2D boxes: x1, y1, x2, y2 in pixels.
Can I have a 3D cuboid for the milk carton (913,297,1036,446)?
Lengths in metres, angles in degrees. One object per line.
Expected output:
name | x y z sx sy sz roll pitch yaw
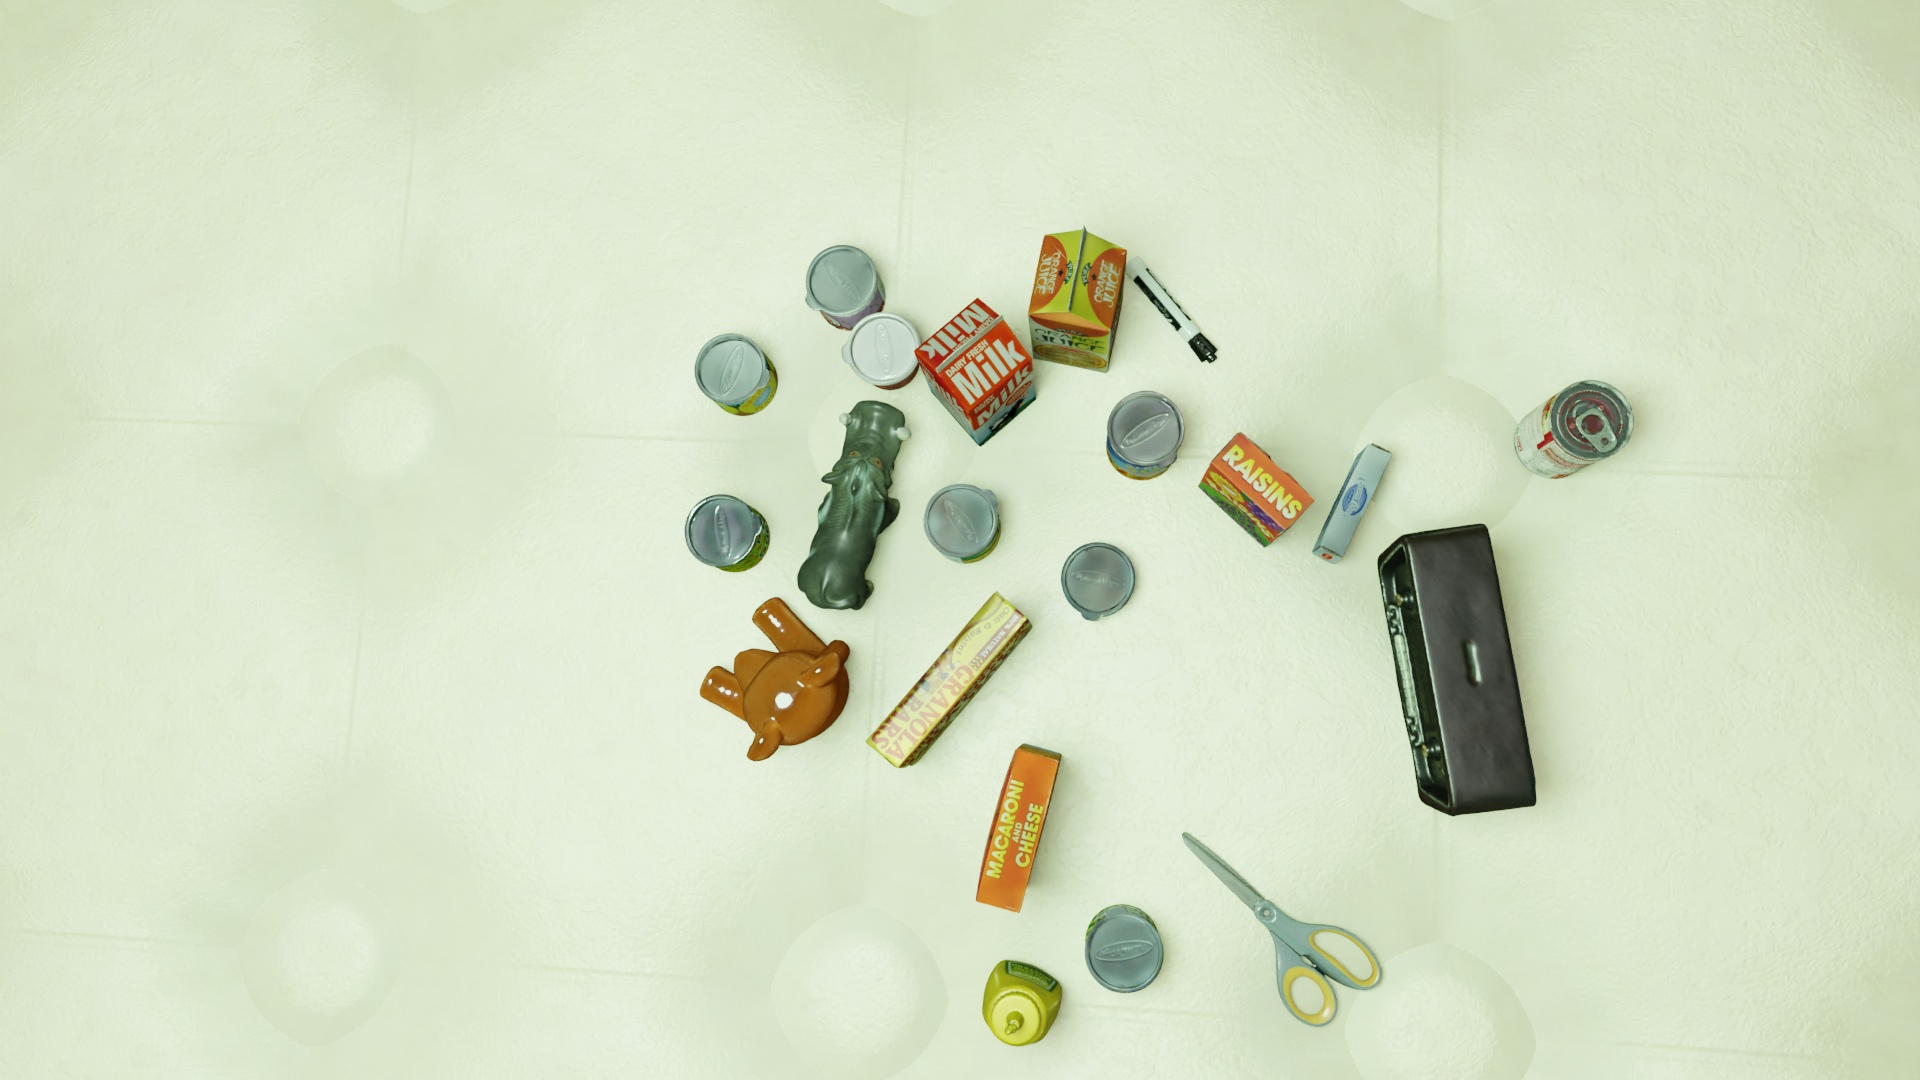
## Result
milk carton | 0.014 -0.147 1.199 0.072 0.190 0.073 -41 81 -1

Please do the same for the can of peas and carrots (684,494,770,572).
can of peas and carrots | -0.209 -0.006 1.265 0.071 0.058 0.071 -1 83 5

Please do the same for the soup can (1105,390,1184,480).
soup can | 0.164 -0.089 1.232 0.071 0.083 0.071 -1 83 5

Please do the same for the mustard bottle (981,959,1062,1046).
mustard bottle | 0.049 0.383 1.139 0.065 0.160 0.049 20 85 7

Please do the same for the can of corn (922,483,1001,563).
can of corn | 0.004 -0.016 1.249 0.071 0.058 0.071 -1 83 5

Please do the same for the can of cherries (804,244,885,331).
can of cherries | -0.108 -0.232 1.288 0.071 0.058 0.071 -1 83 5

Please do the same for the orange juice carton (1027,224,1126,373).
orange juice carton | 0.101 -0.207 1.198 0.073 0.192 0.072 12 84 6

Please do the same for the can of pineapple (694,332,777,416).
can of pineapple | -0.205 -0.151 1.285 0.071 0.058 0.071 -1 83 5

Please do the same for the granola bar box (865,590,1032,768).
granola bar box | -0.005 0.122 1.197 0.039 0.124 0.165 41 88 8

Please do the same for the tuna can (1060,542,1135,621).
tuna can | 0.123 0.038 1.244 0.071 0.033 0.071 -1 82 5

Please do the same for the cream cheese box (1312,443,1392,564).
cream cheese box | 0.344 -0.032 1.224 0.024 0.053 0.104 26 85 8

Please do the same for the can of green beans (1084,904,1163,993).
can of green beans | 0.139 0.348 1.188 0.071 0.058 0.071 -1 83 5

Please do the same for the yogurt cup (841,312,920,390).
yogurt cup | -0.068 -0.170 1.278 0.072 0.054 0.072 -1 82 5

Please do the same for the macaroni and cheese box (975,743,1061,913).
macaroni and cheese box | 0.050 0.235 1.156 0.040 0.166 0.124 15 84 7

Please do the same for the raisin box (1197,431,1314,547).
raisin box | 0.253 -0.042 1.198 0.040 0.123 0.086 -45 81 -1
